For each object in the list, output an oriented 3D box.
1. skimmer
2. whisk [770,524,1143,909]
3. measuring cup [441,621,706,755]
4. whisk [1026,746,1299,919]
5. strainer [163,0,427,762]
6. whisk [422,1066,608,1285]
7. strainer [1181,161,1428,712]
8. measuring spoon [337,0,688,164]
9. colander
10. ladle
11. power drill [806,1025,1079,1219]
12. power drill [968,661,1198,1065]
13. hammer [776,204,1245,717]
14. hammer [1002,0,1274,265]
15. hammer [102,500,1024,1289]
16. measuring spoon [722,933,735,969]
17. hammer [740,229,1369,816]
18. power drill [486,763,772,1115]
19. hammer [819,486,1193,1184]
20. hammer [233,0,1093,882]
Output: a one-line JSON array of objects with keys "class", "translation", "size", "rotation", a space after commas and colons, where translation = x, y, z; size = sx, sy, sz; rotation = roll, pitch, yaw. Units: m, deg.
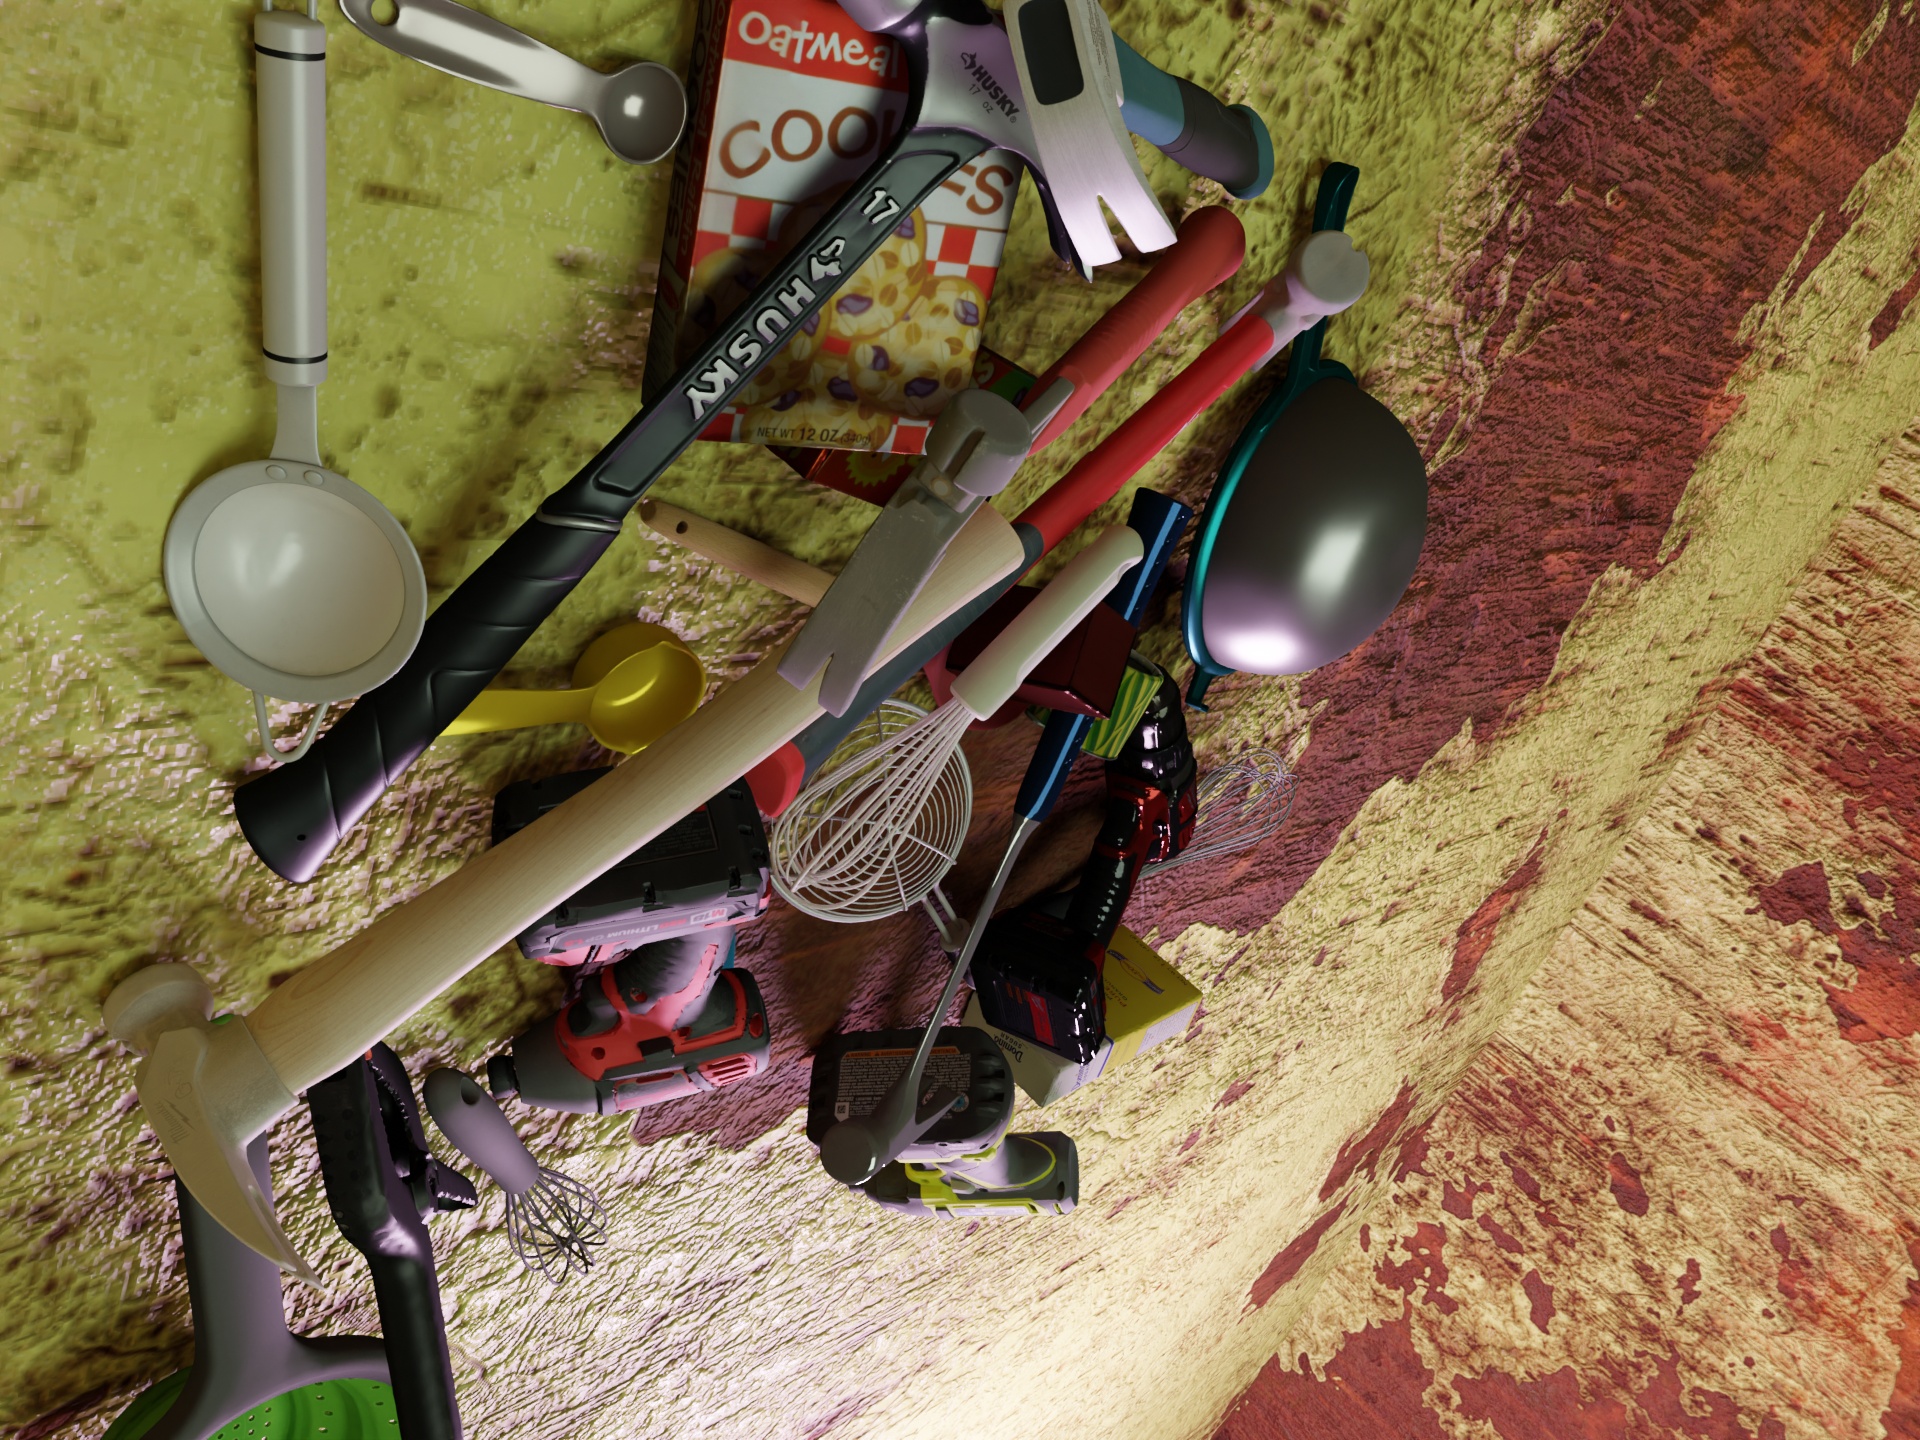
[{"class": "skimmer", "translation": [-0.031, 0.097, 0.975], "size": [0.127, 0.090, 0.363], "rotation": [-44, 159, -9]}, {"class": "whisk", "translation": [-0.001, -0.002, 0.774], "size": [0.246, 0.059, 0.057], "rotation": [-46, 167, 7]}, {"class": "measuring cup", "translation": [-0.181, -0.013, 0.668], "size": [0.156, 0.029, 0.062], "rotation": [-5, 130, -39]}, {"class": "whisk", "translation": [0.144, 0.099, 1.186], "size": [0.284, 0.070, 0.070], "rotation": [-27, 143, -26]}, {"class": "strainer", "translation": [-0.210, -0.107, 0.508], "size": [0.087, 0.050, 0.258], "rotation": [9, 120, -6]}, {"class": "whisk", "translation": [-0.234, 0.240, 0.835], "size": [0.055, 0.055, 0.238], "rotation": [-38, 148, -20]}, {"class": "strainer", "translation": [0.232, -0.157, 0.951], "size": [0.211, 0.095, 0.340], "rotation": [-40, 146, -35]}, {"class": "measuring spoon", "translation": [-0.142, -0.212, 0.512], "size": [0.124, 0.018, 0.034], "rotation": [5, 117, -46]}, {"class": "colander", "translation": [-0.349, 0.303, 0.742], "size": [0.204, 0.095, 0.397], "rotation": [-18, 119, -46]}, {"class": "ladle", "translation": [-0.049, -0.054, 0.790], "size": [0.315, 0.031, 0.069], "rotation": [22, 93, -56]}, {"class": "power drill", "translation": [-0.020, 0.291, 1.101], "size": [0.171, 0.080, 0.223], "rotation": [-5, 146, 12]}, {"class": "power drill", "translation": [0.091, 0.087, 1.035], "size": [0.227, 0.080, 0.187], "rotation": [-58, 155, -28]}, {"class": "hammer", "translation": [0.046, -0.140, 0.685], "size": [0.149, 0.037, 0.359], "rotation": [-52, 180, 42]}, {"class": "hammer", "translation": [0.084, -0.245, 0.638], "size": [0.331, 0.033, 0.128], "rotation": [-31, 111, -66]}, {"class": "hammer", "translation": [-0.131, 0.042, 0.642], "size": [0.410, 0.146, 0.038], "rotation": [-37, 148, -17]}, {"class": "measuring spoon", "translation": [-0.140, 0.136, 0.892], "size": [0.042, 0.021, 0.128], "rotation": [-23, 131, -37]}, {"class": "hammer", "translation": [0.037, -0.094, 0.789], "size": [0.386, 0.038, 0.143], "rotation": [-42, -176, -10]}, {"class": "power drill", "translation": [-0.161, 0.118, 0.763], "size": [0.143, 0.079, 0.219], "rotation": [-10, 142, -17]}, {"class": "hammer", "translation": [0.034, 0.063, 0.897], "size": [0.405, 0.035, 0.144], "rotation": [-66, 164, 5]}, {"class": "hammer", "translation": [-0.121, -0.086, 0.579], "size": [0.409, 0.036, 0.149], "rotation": [-44, 133, 10]}]
